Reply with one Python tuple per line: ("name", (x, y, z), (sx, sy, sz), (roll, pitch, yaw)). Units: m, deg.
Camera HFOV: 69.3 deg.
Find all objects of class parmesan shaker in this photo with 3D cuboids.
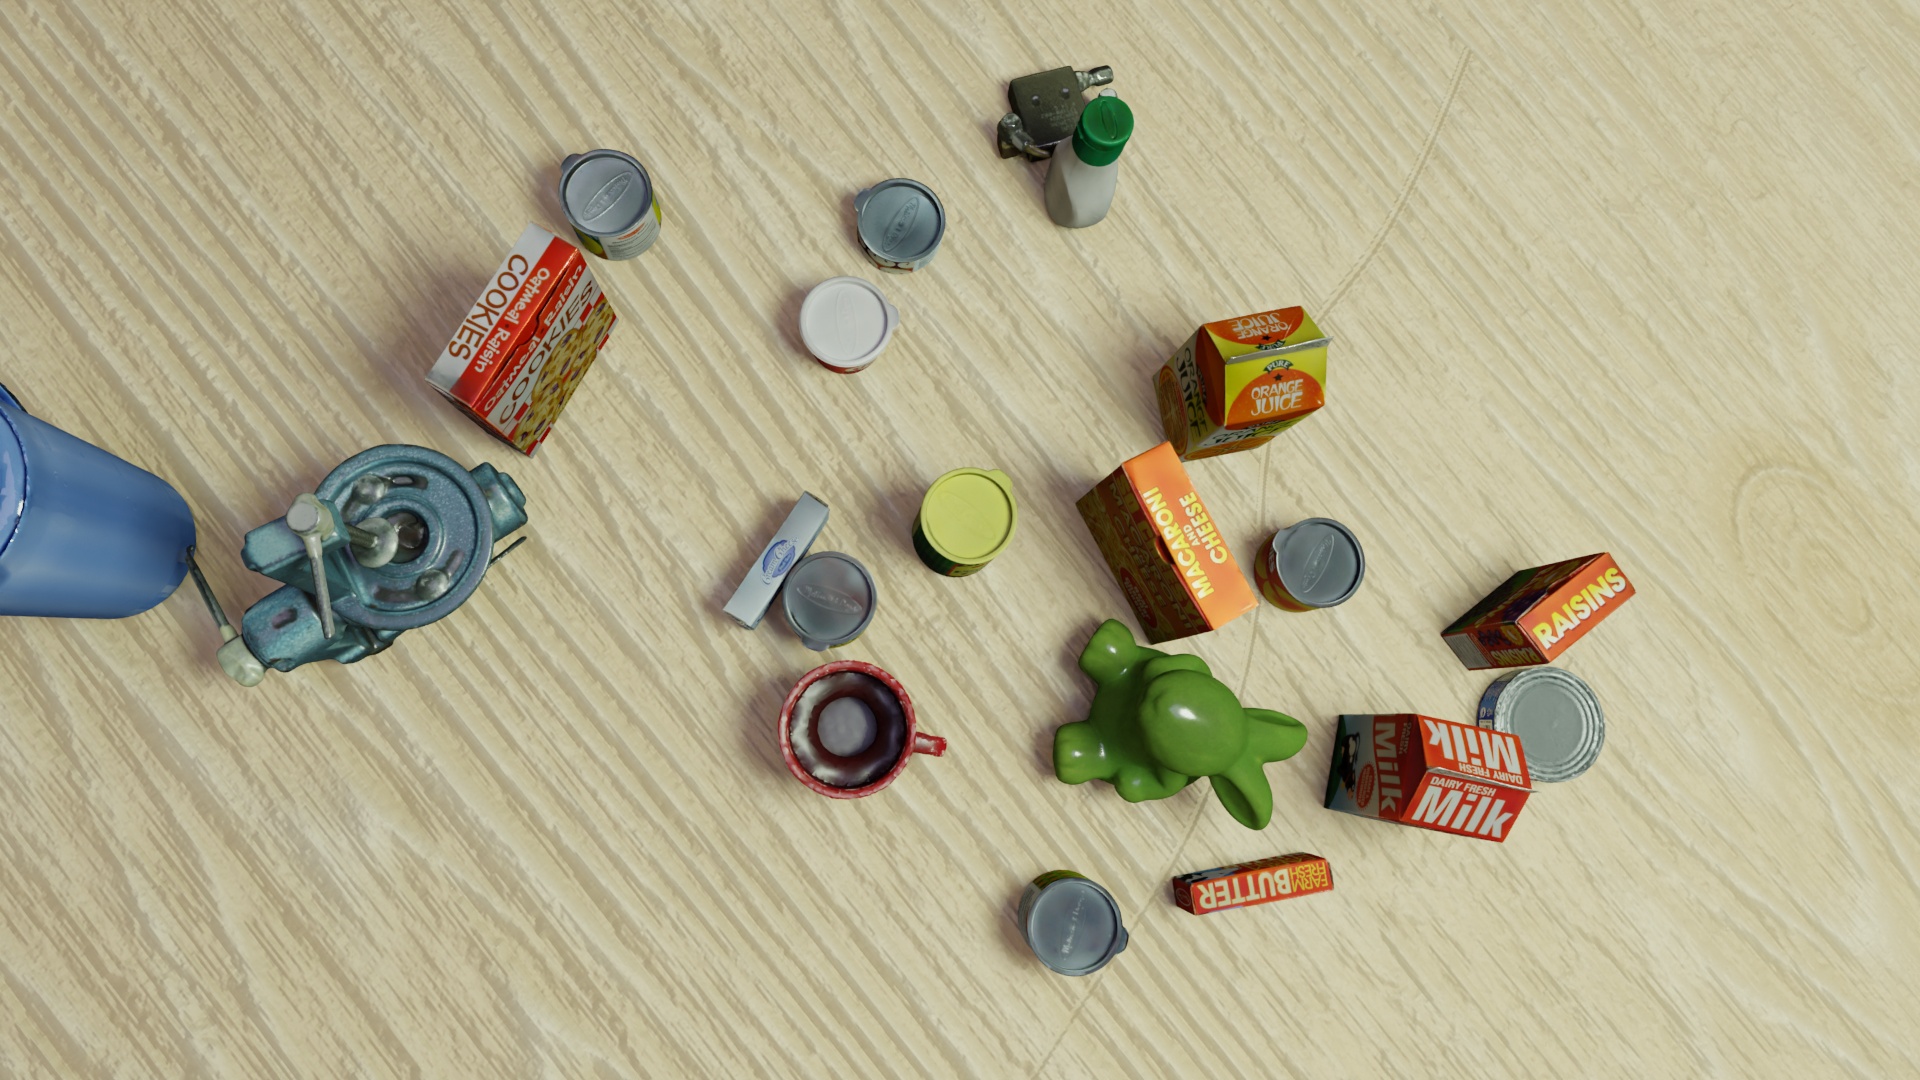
("parmesan shaker", (0.004, -0.012, 0.986), (0.071, 0.103, 0.071), (1, 82, -5))

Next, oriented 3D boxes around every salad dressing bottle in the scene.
("salad dressing bottle", (0.093, -0.274, 1.008), (0.044, 0.147, 0.064), (-14, 84, -7))

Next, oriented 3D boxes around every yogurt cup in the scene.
("yogurt cup", (-0.084, -0.155, 1.023), (0.072, 0.054, 0.072), (1, 82, -5))

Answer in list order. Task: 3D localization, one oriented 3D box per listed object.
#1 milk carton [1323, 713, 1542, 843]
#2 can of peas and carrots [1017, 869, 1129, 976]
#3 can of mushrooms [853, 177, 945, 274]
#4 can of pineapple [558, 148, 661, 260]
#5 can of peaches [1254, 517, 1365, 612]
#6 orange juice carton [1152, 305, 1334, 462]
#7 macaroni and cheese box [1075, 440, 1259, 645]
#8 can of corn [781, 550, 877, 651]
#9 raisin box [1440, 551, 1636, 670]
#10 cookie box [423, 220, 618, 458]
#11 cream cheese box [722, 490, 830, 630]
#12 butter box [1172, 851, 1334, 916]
("milk carton", (0.318, 0.160, 0.947), (0.072, 0.190, 0.073), (12, 82, -3))
("can of peas and carrots", (0.078, 0.268, 0.976), (0.071, 0.058, 0.071), (1, 82, -5))
("can of mushrooms", (-0.047, -0.238, 1.048), (0.071, 0.033, 0.071), (1, 82, -5))
("can of pineapple", (-0.256, -0.246, 1.018), (0.071, 0.058, 0.071), (1, 82, -5))
("can of peaches", (0.255, 0.018, 1.028), (0.071, 0.058, 0.071), (1, 82, -5))
("orange juice carton", (0.196, -0.110, 0.972), (0.072, 0.192, 0.073), (-11, 84, -6))
("macaroni and cheese box", (0.138, 0.007, 0.964), (0.040, 0.166, 0.124), (-28, 86, -8))
("can of corn", (-0.094, 0.046, 0.992), (0.071, 0.058, 0.071), (1, 82, -5))
("raisin box", (0.415, 0.053, 1.005), (0.086, 0.123, 0.040), (-35, 87, -8))
("cookie box", (-0.291, -0.130, 0.943), (0.040, 0.167, 0.123), (30, 81, -1))
("cream cheese box", (-0.130, 0.016, 0.995), (0.024, 0.053, 0.104), (33, 81, 0))
("butter box", (0.209, 0.245, 0.994), (0.103, 0.053, 0.024), (-9, 84, -6))
